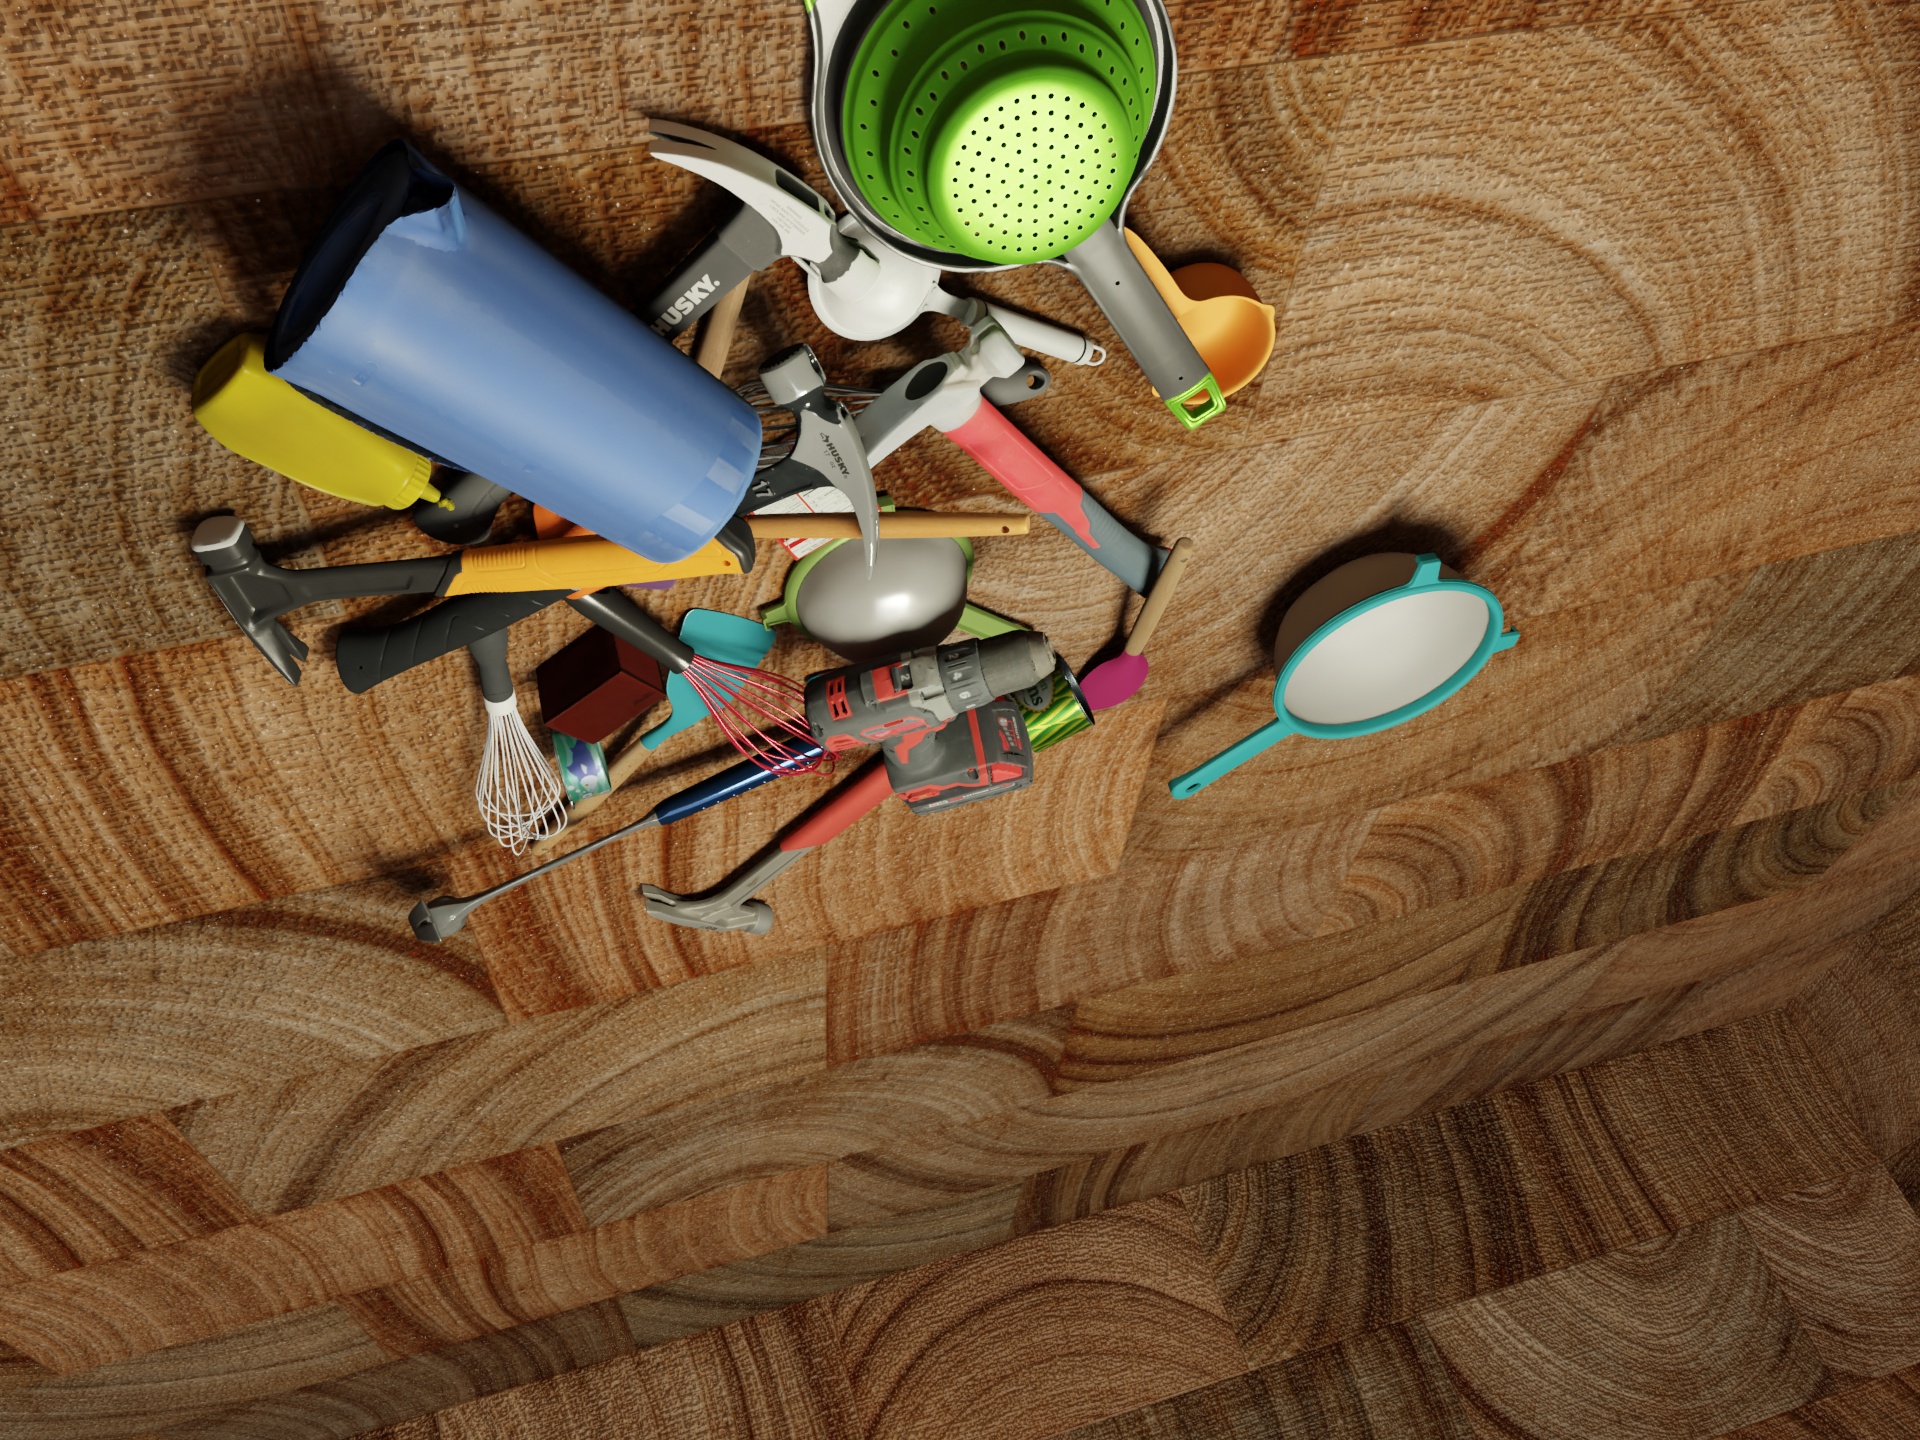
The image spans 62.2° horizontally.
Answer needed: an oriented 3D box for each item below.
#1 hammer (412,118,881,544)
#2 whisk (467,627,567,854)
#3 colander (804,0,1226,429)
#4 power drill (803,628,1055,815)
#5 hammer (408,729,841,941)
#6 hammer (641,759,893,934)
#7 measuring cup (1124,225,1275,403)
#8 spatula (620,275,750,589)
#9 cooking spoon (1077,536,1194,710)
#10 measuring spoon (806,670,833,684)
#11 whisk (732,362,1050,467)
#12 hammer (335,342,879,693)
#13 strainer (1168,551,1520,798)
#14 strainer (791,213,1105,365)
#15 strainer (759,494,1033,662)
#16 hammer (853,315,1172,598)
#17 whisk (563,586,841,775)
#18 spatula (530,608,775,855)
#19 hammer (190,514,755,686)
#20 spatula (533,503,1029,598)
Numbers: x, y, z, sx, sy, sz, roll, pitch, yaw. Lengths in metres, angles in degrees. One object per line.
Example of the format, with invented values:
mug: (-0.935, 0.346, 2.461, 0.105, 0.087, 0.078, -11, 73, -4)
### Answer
hammer: (-0.215, -0.209, 0.940, 0.334, 0.035, 0.146, -34, 134, 26)
whisk: (-0.339, 0.005, 1.188, 0.070, 0.070, 0.284, -11, 142, -15)
colander: (0.070, -0.274, 0.905, 0.204, 0.095, 0.396, -31, 137, 16)
power drill: (-0.002, -0.004, 1.242, 0.188, 0.080, 0.226, -16, 160, 10)
hammer: (-0.258, 0.084, 1.303, 0.405, 0.035, 0.144, -25, -179, -8)
hammer: (-0.126, 0.090, 1.449, 0.359, 0.037, 0.149, -38, 144, 26)
measuring cup: (0.136, -0.279, 1.036, 0.095, 0.052, 0.173, -34, 138, 20)
spatula: (-0.176, -0.189, 1.021, 0.059, 0.018, 0.315, 5, 141, -23)
cooking spoon: (0.149, -0.071, 1.328, 0.068, 0.017, 0.318, -13, 160, -12)
measuring spoon: (-0.064, -0.031, 1.315, 0.128, 0.021, 0.042, -6, 145, -24)
whisk: (-0.048, -0.206, 1.042, 0.239, 0.055, 0.055, -13, 147, -20)
hammer: (-0.240, -0.098, 1.033, 0.409, 0.036, 0.149, -20, 117, 18)
strainer: (0.316, -0.048, 1.441, 0.340, 0.095, 0.210, -35, 142, 25)
strainer: (0.003, -0.259, 1.001, 0.258, 0.050, 0.087, 7, 124, -41)
strainer: (-0.017, -0.072, 1.236, 0.256, 0.069, 0.151, 19, 131, -43)
hammer: (0.056, -0.152, 1.145, 0.143, 0.038, 0.386, -36, 152, 15)
whisk: (-0.192, -0.035, 1.178, 0.073, 0.073, 0.295, -34, 133, 20)
spatula: (-0.265, 0.022, 1.283, 0.082, 0.044, 0.317, 13, 139, -42)
hammer: (-0.293, -0.088, 0.994, 0.337, 0.034, 0.127, -5, 140, 6)
spatula: (-0.116, -0.122, 1.038, 0.322, 0.041, 0.081, 1, 129, 12)
